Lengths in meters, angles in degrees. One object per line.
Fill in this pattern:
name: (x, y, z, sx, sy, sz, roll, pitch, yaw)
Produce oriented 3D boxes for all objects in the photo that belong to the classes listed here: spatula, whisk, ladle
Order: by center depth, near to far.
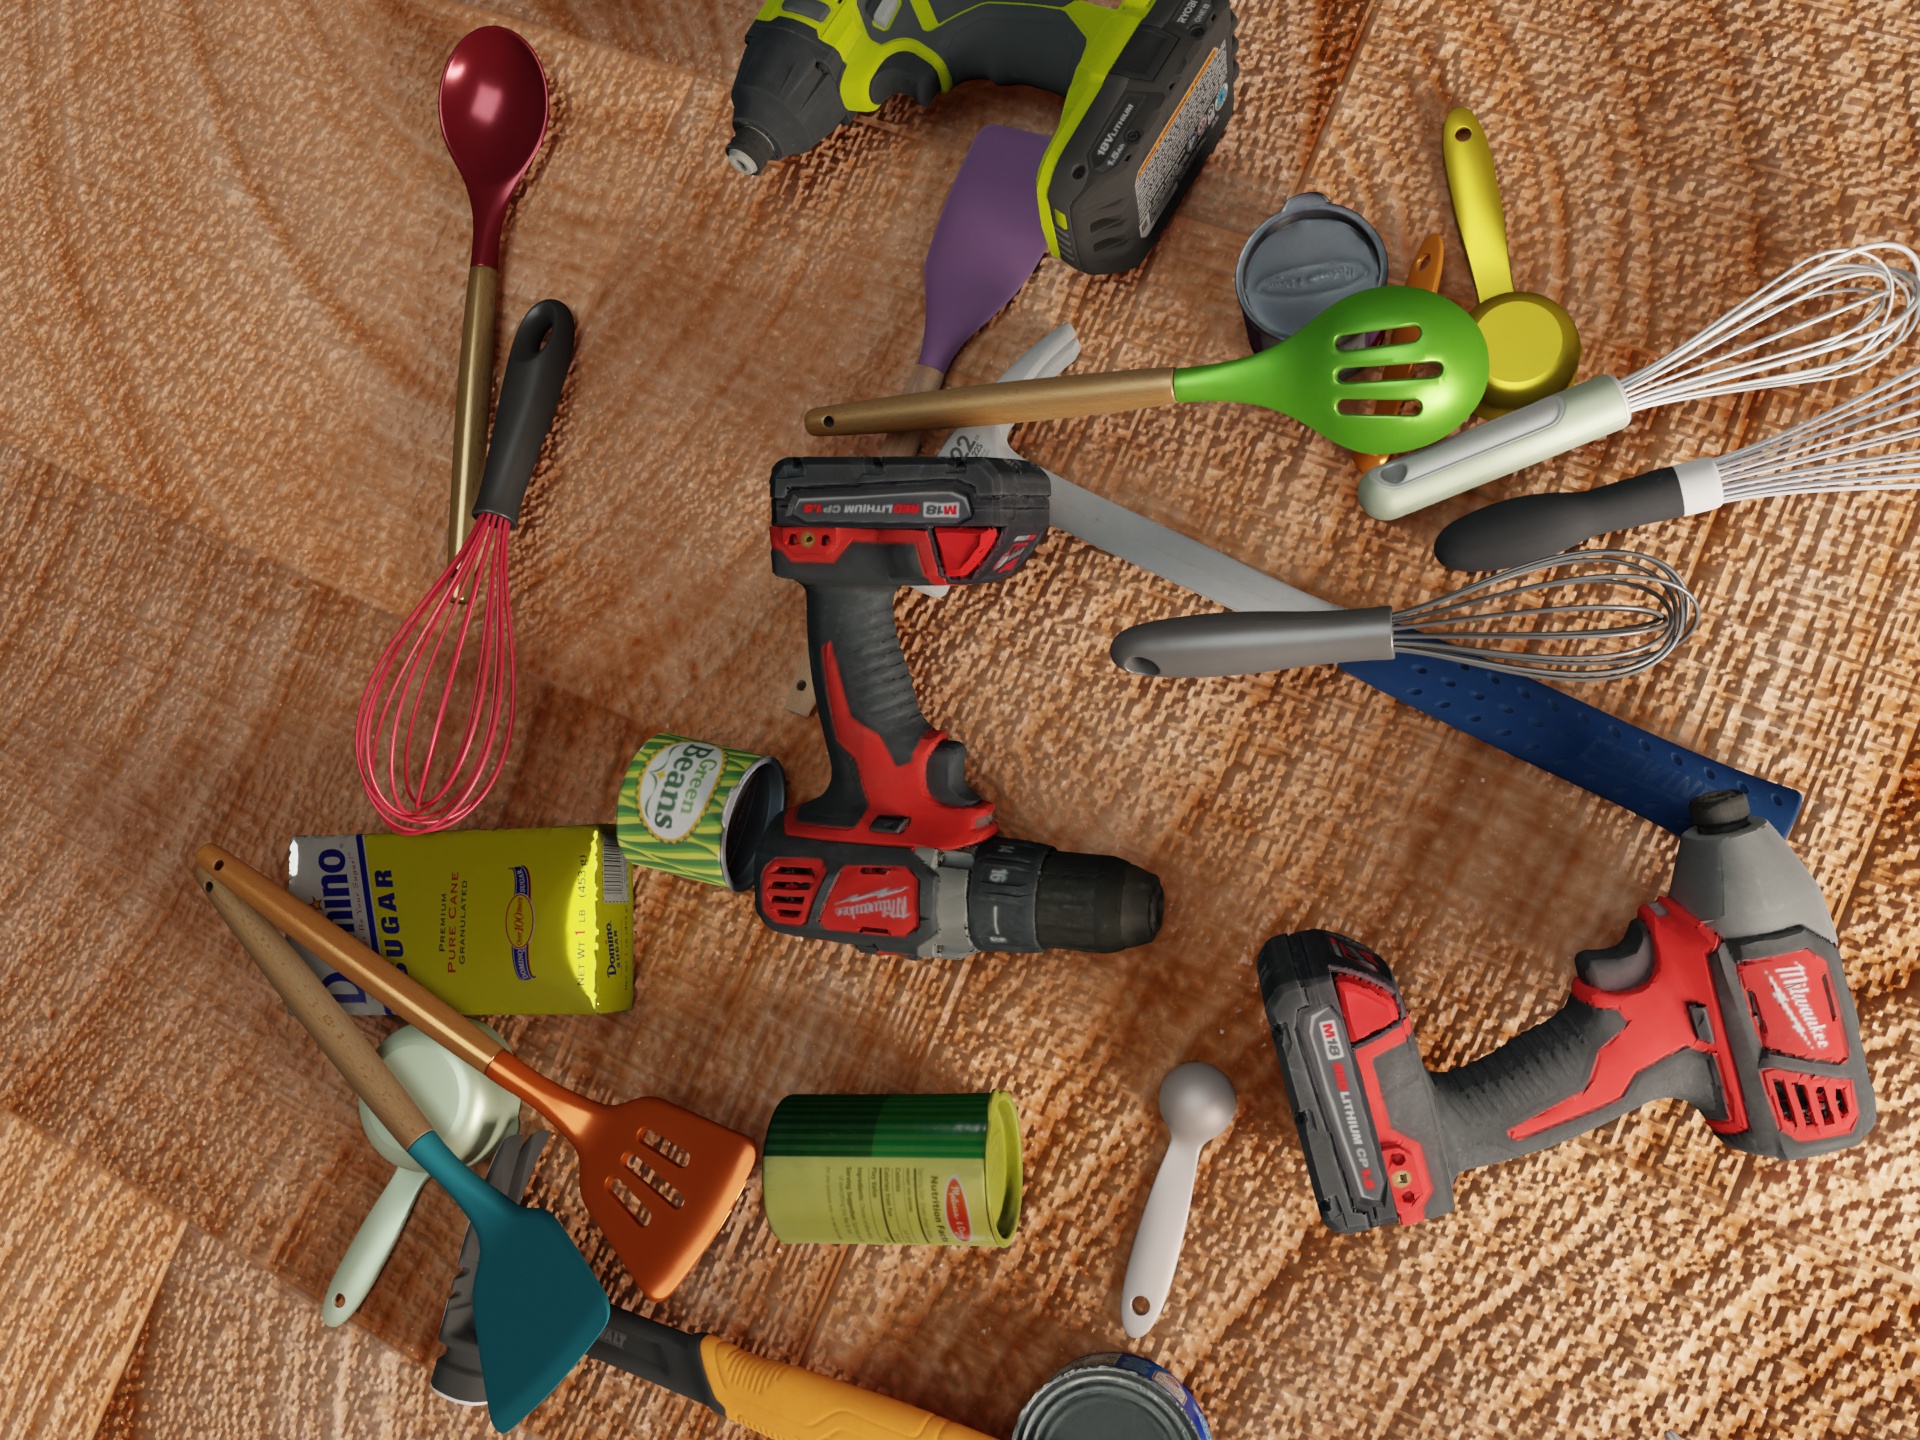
whisk: (0.179, -0.038, 0.667, 0.239, 0.055, 0.055, -4, 80, 18)
whisk: (0.344, -0.108, 0.670, 0.284, 0.070, 0.070, -13, 78, 18)
whisk: (0.288, -0.140, 0.679, 0.246, 0.059, 0.058, -22, 45, 7)
spatula: (-0.239, 0.146, 0.745, 0.323, 0.041, 0.081, 32, 80, 11)
spatula: (-0.276, 0.180, 0.749, 0.318, 0.044, 0.082, 45, 102, 15)
spatula: (-0.022, -0.149, 0.789, 0.060, 0.018, 0.316, 21, 86, 16)
whisk: (-0.244, -0.085, 0.811, 0.073, 0.073, 0.296, 6, 73, 16)
ladle: (-0.259, -0.218, 0.858, 0.069, 0.031, 0.315, 0, 83, 17)

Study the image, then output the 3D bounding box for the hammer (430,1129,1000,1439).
hammer: (-0.087, 0.290, 0.707, 0.337, 0.034, 0.127, 12, 85, 24)

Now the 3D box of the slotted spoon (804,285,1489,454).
slotted spoon: (0.072, -0.146, 0.715, 0.314, 0.031, 0.070, -1, 104, 22)

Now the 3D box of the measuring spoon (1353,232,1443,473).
measuring spoon: (0.200, -0.170, 0.730, 0.021, 0.011, 0.117, 11, 84, 61)

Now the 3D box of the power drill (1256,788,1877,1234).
power drill: (0.237, 0.117, 0.637, 0.219, 0.078, 0.143, -15, 94, 9)

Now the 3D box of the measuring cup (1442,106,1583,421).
measuring cup: (0.241, -0.213, 0.722, 0.062, 0.029, 0.156, -11, 80, 13)

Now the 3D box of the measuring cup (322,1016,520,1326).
measuring cup: (-0.281, 0.226, 0.786, 0.083, 0.038, 0.167, 26, 87, 17)

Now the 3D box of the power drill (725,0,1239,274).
power drill: (0.005, -0.308, 0.769, 0.223, 0.080, 0.171, 27, 78, 19)

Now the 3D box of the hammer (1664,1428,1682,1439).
hammer: (0.108, 0.369, 0.621, 0.386, 0.038, 0.143, -16, 62, 23)

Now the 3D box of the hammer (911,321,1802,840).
hammer: (0.167, -0.047, 0.713, 0.406, 0.035, 0.144, 27, 89, 17)

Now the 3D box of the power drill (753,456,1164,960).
power drill: (-0.001, -0.002, 0.709, 0.188, 0.080, 0.226, 3, 98, 19)

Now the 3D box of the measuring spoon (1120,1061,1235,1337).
measuring spoon: (0.092, 0.212, 0.701, 0.034, 0.018, 0.124, 15, 86, 16)
